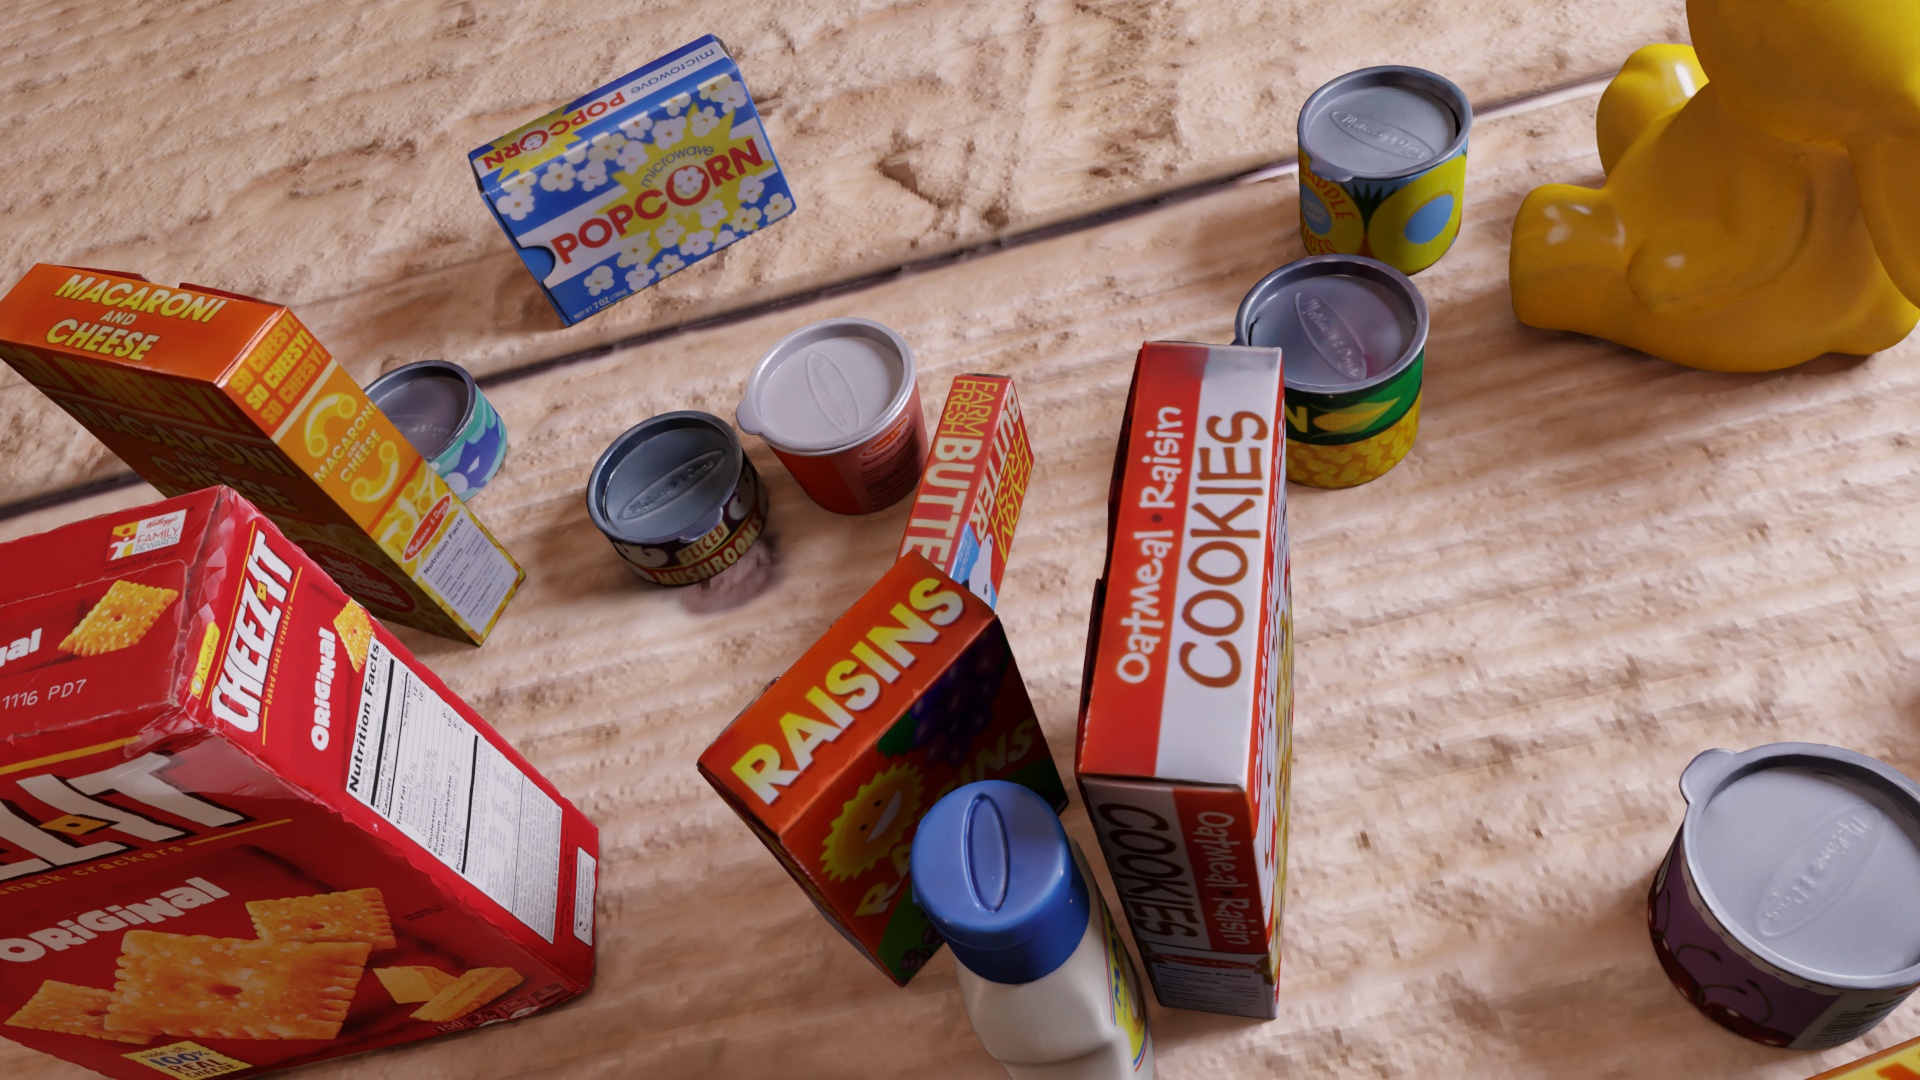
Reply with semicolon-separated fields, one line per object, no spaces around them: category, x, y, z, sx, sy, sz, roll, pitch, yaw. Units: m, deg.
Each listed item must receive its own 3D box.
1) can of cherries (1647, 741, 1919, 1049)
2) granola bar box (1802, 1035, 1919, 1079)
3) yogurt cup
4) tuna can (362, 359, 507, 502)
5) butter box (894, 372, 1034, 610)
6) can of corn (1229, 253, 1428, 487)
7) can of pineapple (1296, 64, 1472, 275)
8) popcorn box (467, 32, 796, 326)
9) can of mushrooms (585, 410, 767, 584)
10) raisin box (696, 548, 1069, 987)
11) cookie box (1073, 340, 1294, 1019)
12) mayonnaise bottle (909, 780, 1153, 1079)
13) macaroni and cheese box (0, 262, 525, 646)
can of cherries;0.225;0.095;0.377;0.071;0.058;0.072;-7;54;10
granola bar box;0.172;0.156;0.307;0.166;0.123;0.039;-22;53;0
yogurt cup;-0.045;-0.047;0.552;0.072;0.053;0.073;-7;54;10
tuna can;-0.239;-0.043;0.615;0.071;0.032;0.071;-7;54;10
butter box;0.002;-0.006;0.512;0.024;0.053;0.104;5;57;18
can of corn;0.134;-0.060;0.511;0.071;0.058;0.071;-7;54;10
can of pineapple;0.169;-0.148;0.564;0.071;0.057;0.071;-7;54;10
popcorn box;-0.149;-0.166;0.645;0.127;0.085;0.038;-29;53;-6
can of mushrooms;-0.113;-0.016;0.561;0.071;0.033;0.071;-7;54;10
raisin box;-0.017;0.072;0.417;0.040;0.123;0.086;35;71;32
cookie box;0.069;0.046;0.386;0.040;0.166;0.123;1;56;16
mayonnaise bottle;0.022;0.110;0.365;0.041;0.147;0.065;-11;54;8
macaroni and cheese box;-0.260;-0.029;0.527;0.124;0.165;0.040;12;60;22
